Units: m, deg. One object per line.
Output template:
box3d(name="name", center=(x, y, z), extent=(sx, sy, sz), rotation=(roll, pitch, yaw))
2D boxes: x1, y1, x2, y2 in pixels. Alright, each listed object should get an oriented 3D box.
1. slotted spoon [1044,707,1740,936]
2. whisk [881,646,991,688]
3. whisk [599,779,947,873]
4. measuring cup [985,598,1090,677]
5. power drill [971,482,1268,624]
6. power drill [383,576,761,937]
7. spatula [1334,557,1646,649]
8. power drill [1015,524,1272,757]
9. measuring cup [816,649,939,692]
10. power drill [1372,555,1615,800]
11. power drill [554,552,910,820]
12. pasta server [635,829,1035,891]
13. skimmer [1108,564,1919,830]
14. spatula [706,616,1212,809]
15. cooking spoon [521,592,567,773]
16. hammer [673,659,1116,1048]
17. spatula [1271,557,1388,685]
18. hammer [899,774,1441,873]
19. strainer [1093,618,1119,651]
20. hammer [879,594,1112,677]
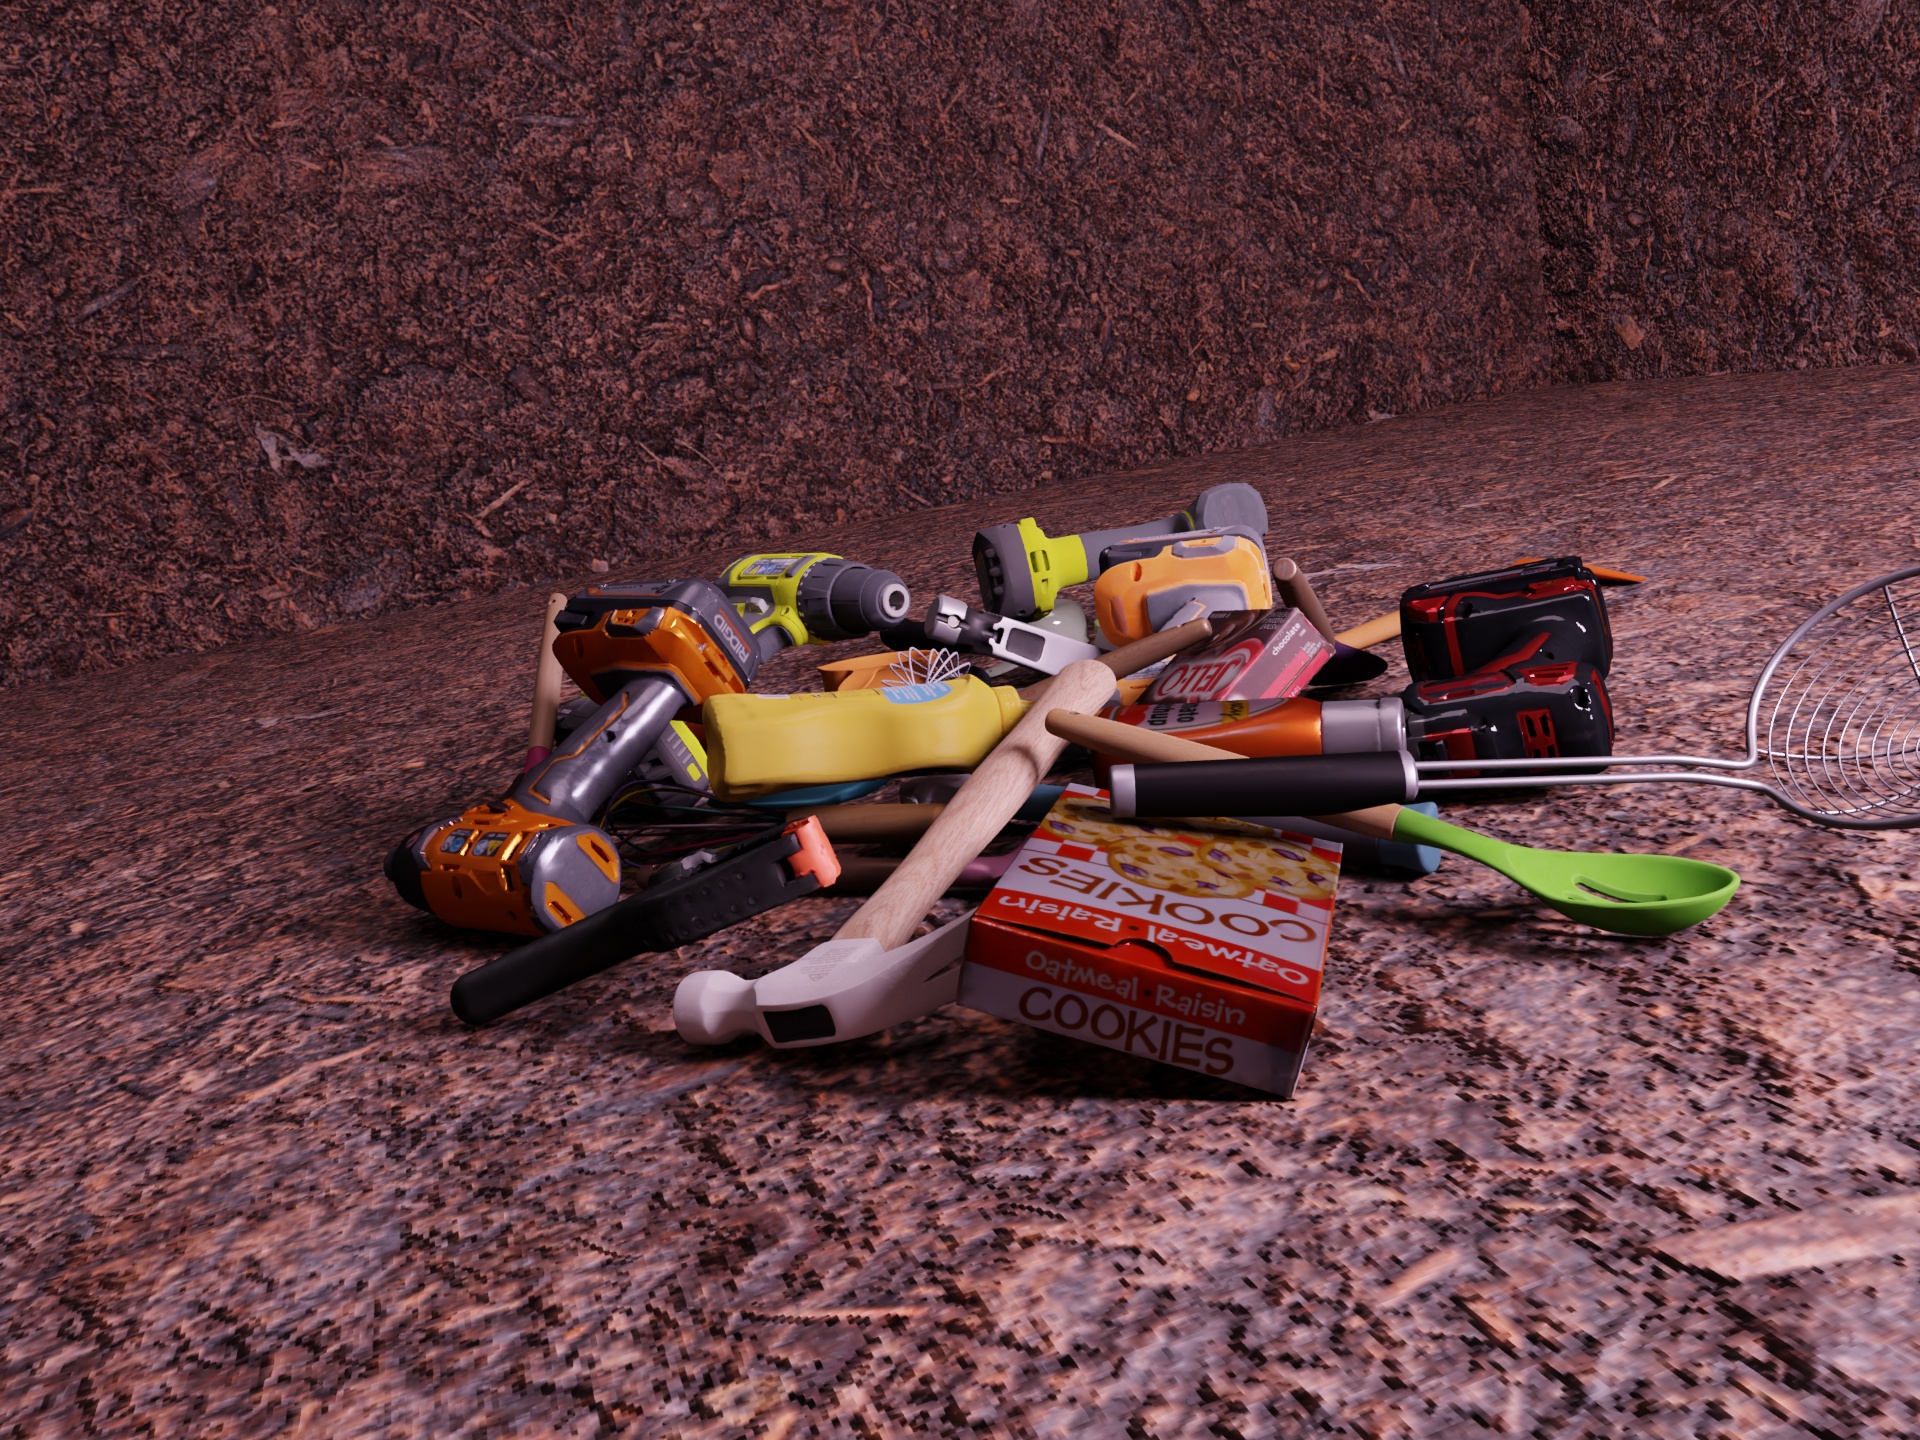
box3d(name="slotted spoon", center=(0.168, 0.038, 0.692), extent=(0.314, 0.031, 0.070), rotation=(17, 22, 35))
box3d(name="whisk", center=(-0.008, -0.021, 1.124), extent=(0.070, 0.070, 0.284), rotation=(-8, 2, 8))
box3d(name="whisk", center=(-0.110, 0.063, 0.895), extent=(0.245, 0.051, 0.047), rotation=(-3, 36, 30))
box3d(name="measuring cup", center=(0.054, -0.072, 1.382), extent=(0.083, 0.038, 0.167), rotation=(-2, 15, 30))
box3d(name="power drill", center=(0.127, -0.135, 1.315), extent=(0.223, 0.080, 0.171), rotation=(-12, -3, -3))
box3d(name="power drill", center=(-0.229, 0.023, 0.915), extent=(0.164, 0.084, 0.227), rotation=(0, 48, 35))
box3d(name="spatula", center=(0.391, -0.086, 1.235), extent=(0.322, 0.041, 0.081), rotation=(-20, 16, -23))
box3d(name="power drill", center=(0.117, -0.045, 1.065), extent=(0.185, 0.084, 0.226), rotation=(-6, 29, 19))
box3d(name="measuring cup", center=(-0.064, -0.013, 1.165), extent=(0.095, 0.052, 0.174), rotation=(-7, 11, 8))
box3d(name="power drill", center=(0.270, -0.015, 0.892), extent=(0.188, 0.080, 0.227), rotation=(-10, 15, 29))
box3d(name="power drill", center=(-0.153, -0.036, 1.094), extent=(0.191, 0.080, 0.228), rotation=(7, 44, 50))
box3d(name="pasta server", center=(-0.043, 0.072, 0.821), extent=(0.316, 0.040, 0.060), rotation=(-4, 24, 28))
box3d(name="skimmer", center=(0.240, -0.003, 0.628), extent=(0.363, 0.090, 0.127), rotation=(-3, 39, 4))
box3d(name="spatula", center=(-0.002, -0.003, 0.950), extent=(0.317, 0.044, 0.082), rotation=(-23, 14, 18))
box3d(name="cooking spoon", center=(-0.272, 0.007, 1.038), extent=(0.069, 0.017, 0.319), rotation=(-24, 37, 9))
box3d(name="hammer", center=(0.006, 0.049, 0.755), extent=(0.130, 0.031, 0.331), rotation=(-8, 22, 31))
box3d(name="spatula", center=(0.217, -0.052, 0.956), extent=(0.060, 0.018, 0.315), rotation=(-6, -11, 19))
box3d(name="hammer", center=(0.098, 0.048, 0.833), extent=(0.331, 0.033, 0.128), rotation=(3, 17, 43))
box3d(name="strainer", center=(0.153, -0.082, 1.282), extent=(0.151, 0.069, 0.256), rotation=(-12, 14, -11))
box3d(name="hammer", center=(0.002, -0.063, 1.276), extent=(0.146, 0.035, 0.335), rotation=(17, -1, -18))
